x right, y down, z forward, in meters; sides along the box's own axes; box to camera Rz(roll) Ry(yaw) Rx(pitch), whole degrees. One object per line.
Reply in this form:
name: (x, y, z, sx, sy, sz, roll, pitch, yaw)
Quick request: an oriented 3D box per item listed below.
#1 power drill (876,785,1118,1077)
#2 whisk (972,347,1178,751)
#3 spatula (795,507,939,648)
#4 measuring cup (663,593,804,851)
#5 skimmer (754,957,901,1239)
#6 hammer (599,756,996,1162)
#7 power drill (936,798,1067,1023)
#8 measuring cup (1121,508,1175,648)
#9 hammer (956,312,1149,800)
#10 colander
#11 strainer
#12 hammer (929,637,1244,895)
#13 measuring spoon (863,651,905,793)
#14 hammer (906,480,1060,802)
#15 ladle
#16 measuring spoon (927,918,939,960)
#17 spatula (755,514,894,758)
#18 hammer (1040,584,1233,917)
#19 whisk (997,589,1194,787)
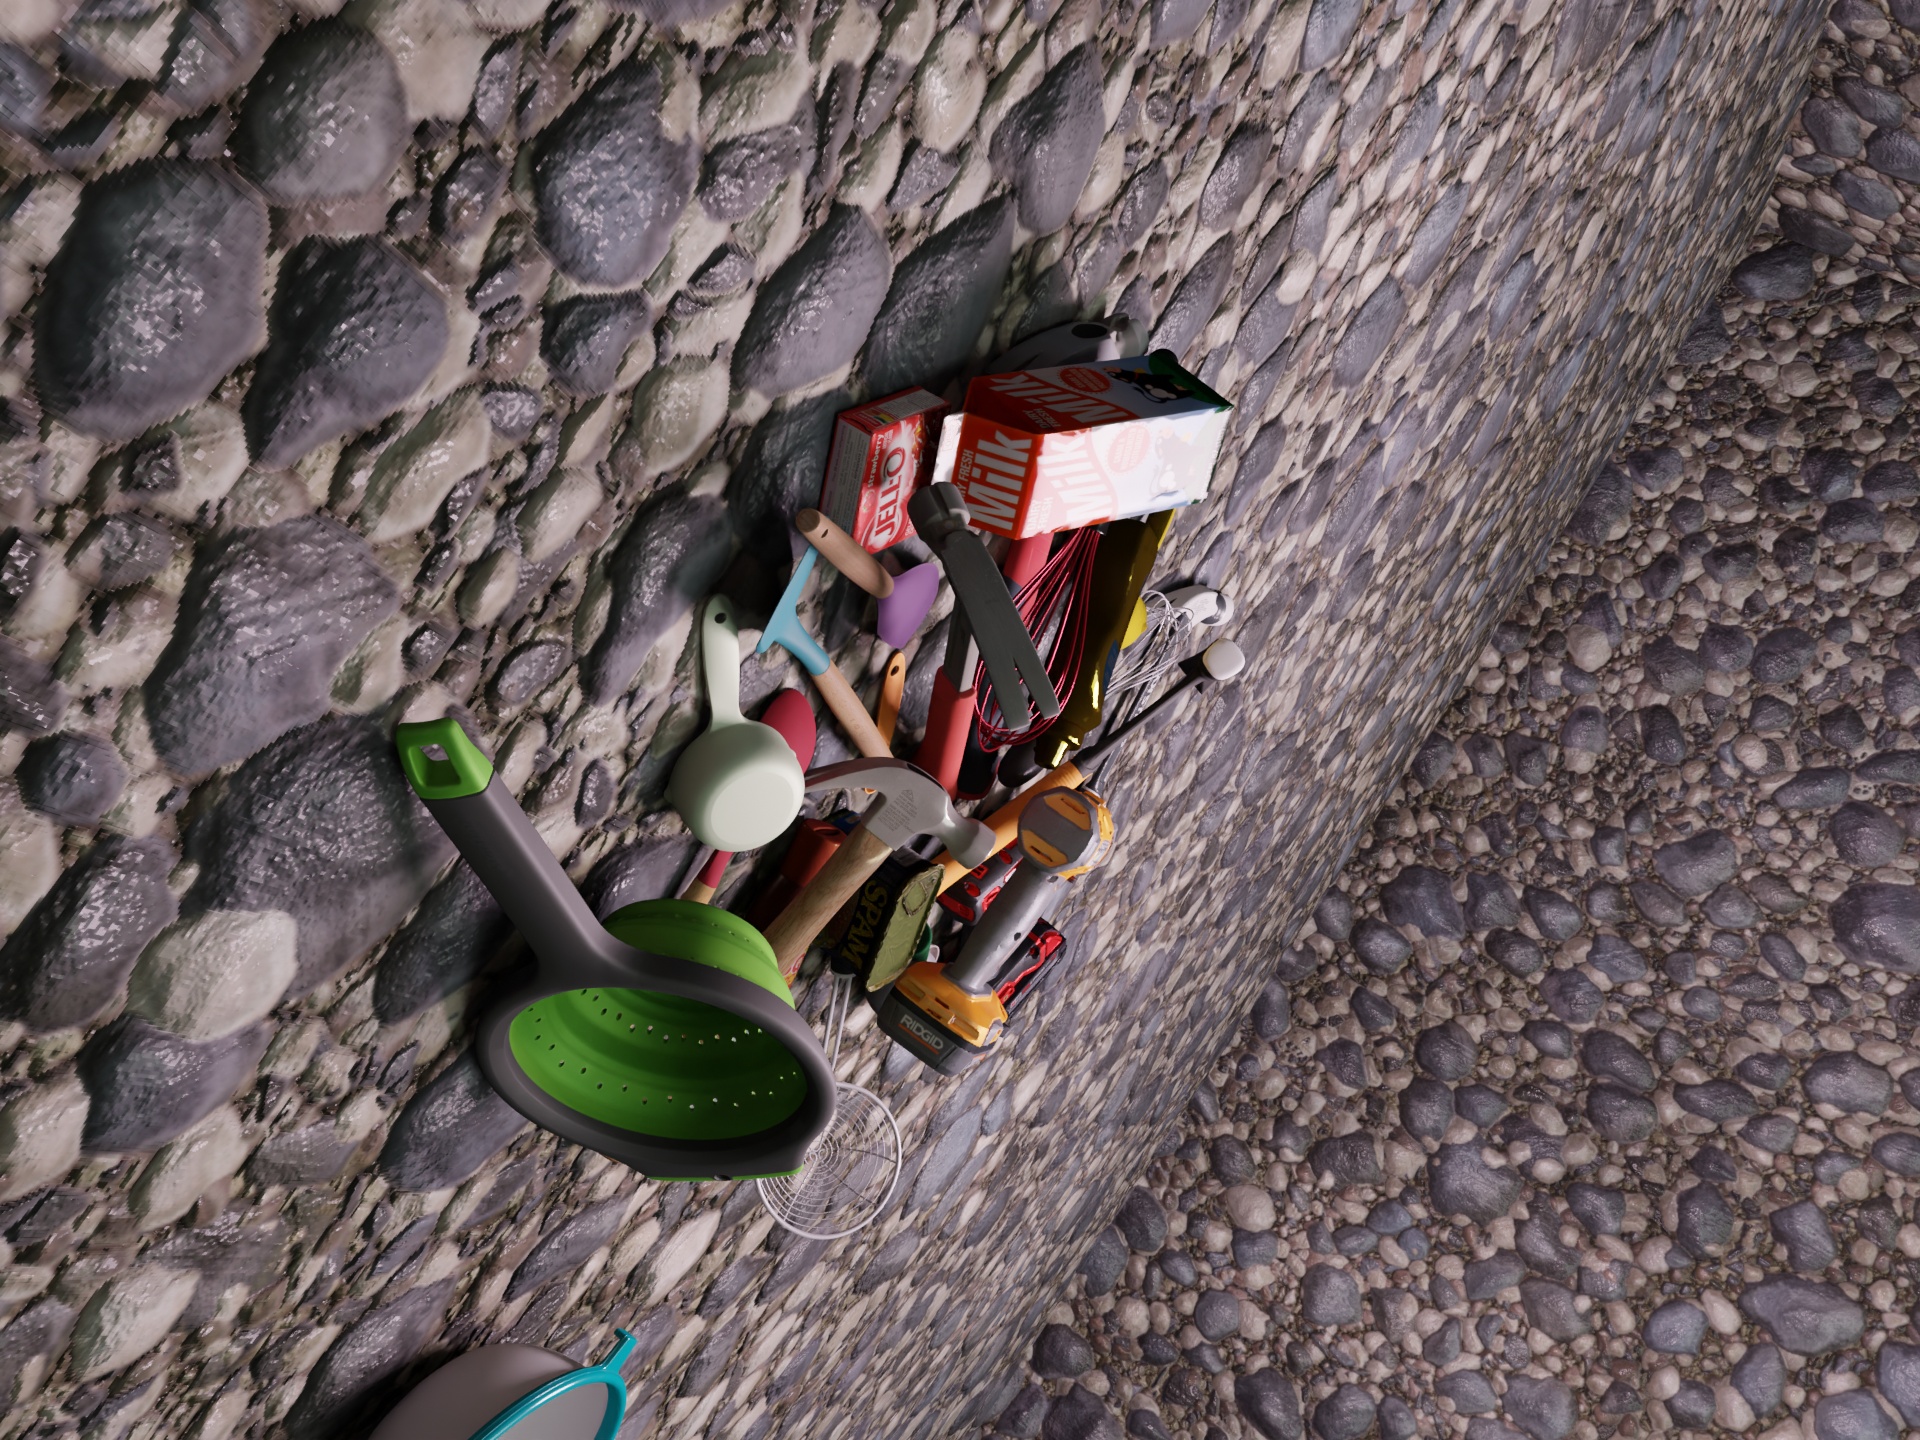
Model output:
power drill: (0.042, 0.151, 1.212, 0.226, 0.084, 0.185, -56, 167, 2)
whisk: (0.079, -0.112, 1.072, 0.073, 0.073, 0.296, 10, 106, -65)
spatula: (-0.049, -0.084, 0.920, 0.060, 0.018, 0.316, -57, 170, 1)
measuring cup: (-0.126, 0.006, 0.899, 0.083, 0.038, 0.167, -17, 132, -22)
skimmer: (-0.090, 0.258, 1.248, 0.127, 0.090, 0.363, -3, 128, -20)
hammer: (-0.131, 0.159, 1.045, 0.331, 0.130, 0.031, -48, -162, 3)
power drill: (0.039, 0.161, 1.407, 0.143, 0.079, 0.219, -44, 151, -30)
measuring cup: (0.138, -0.130, 1.282, 0.029, 0.062, 0.156, 39, 72, -53)
hammer: (0.033, -0.092, 1.118, 0.143, 0.038, 0.386, -31, 145, -45)
colander: (-0.187, 0.113, 0.864, 0.095, 0.204, 0.396, -83, 160, -44)
strainer: (-0.351, 0.540, 1.077, 0.211, 0.095, 0.340, -19, 138, -52)
hammer: (0.083, 0.048, 1.295, 0.337, 0.034, 0.127, -37, 178, -8)
measuring spoon: (-0.055, 0.001, 1.100, 0.021, 0.011, 0.116, -25, 137, -44)
hammer: (-0.002, -0.003, 1.014, 0.036, 0.149, 0.359, -19, 162, -12)
ladle: (-0.174, 0.122, 0.992, 0.315, 0.031, 0.069, -58, 159, 5)
measuring spoon: (-0.038, 0.175, 1.350, 0.034, 0.018, 0.124, -41, 145, -31)
spatula: (-0.072, -0.019, 0.984, 0.082, 0.044, 0.317, -65, 158, -18)
hammer: (0.131, 0.055, 1.506, 0.149, 0.036, 0.409, -2, 121, -62)
whisk: (0.110, -0.026, 1.290, 0.285, 0.070, 0.070, -43, 154, -43)
